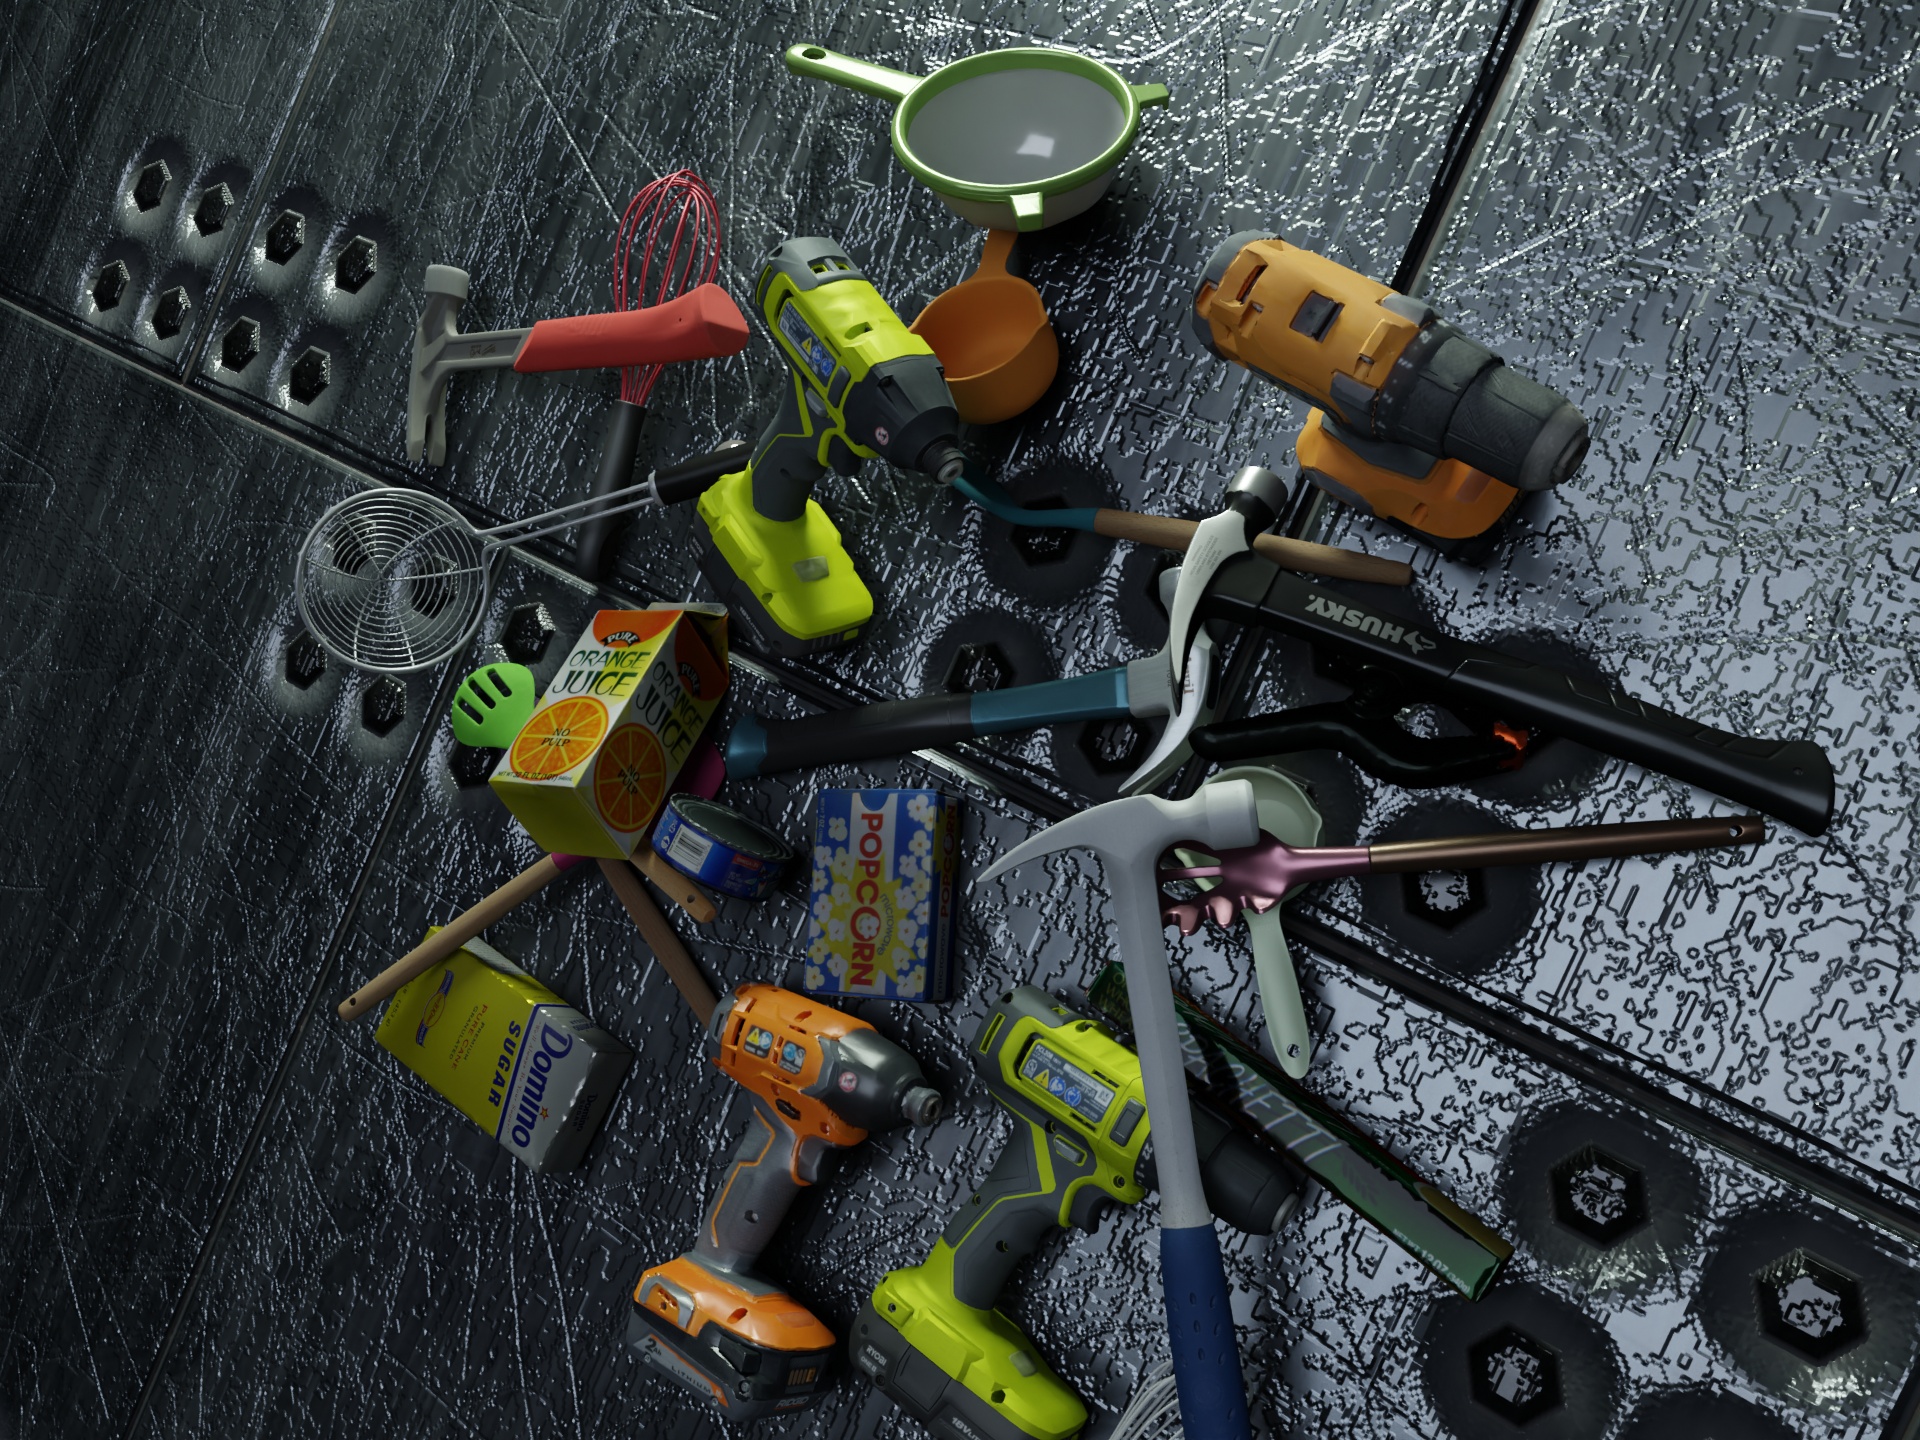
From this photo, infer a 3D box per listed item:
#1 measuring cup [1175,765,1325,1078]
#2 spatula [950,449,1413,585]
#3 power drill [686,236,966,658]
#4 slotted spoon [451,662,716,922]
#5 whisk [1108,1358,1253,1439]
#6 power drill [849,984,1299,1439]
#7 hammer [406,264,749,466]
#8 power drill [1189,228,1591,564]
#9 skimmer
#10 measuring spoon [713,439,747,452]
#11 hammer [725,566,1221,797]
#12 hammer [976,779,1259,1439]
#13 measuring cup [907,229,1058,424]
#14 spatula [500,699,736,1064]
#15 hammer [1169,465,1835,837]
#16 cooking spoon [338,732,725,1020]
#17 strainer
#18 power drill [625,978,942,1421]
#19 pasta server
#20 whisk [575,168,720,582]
[{"bbox_3d":[0.169,0.108,0.861,0.083,0.038,0.168,-15,76,24],"label":"measuring cup"},{"bbox_3d":[0.106,-0.123,0.928,0.317,0.082,0.044,14,99,23],"label":"spatula"},{"bbox_3d":[-0.080,-0.146,0.947,0.171,0.080,0.223,54,140,22],"label":"power drill"},{"bbox_3d":[-0.259,0.044,1.071,0.070,0.031,0.314,-47,55,-9],"label":"slotted spoon"},{"bbox_3d":[0.065,0.423,0.855,0.246,0.059,0.058,-48,27,16],"label":"whisk"},{"bbox_3d":[0.057,0.284,0.865,0.191,0.080,0.228,29,92,28],"label":"power drill"},{"bbox_3d":[-0.278,-0.251,1.103,0.359,0.036,0.149,9,94,41],"label":"hammer"},{"bbox_3d":[0.224,-0.144,0.769,0.185,0.226,0.084,36,98,28],"label":"power drill"},{"bbox_3d":[-0.264,-0.128,1.062,0.363,0.090,0.127,-15,112,13],"label":"skimmer"},{"bbox_3d":[-0.142,-0.139,1.076,0.034,0.018,0.124,-32,68,19],"label":"measuring spoon"},{"bbox_3d":[-0.002,-0.003,0.971,0.331,0.033,0.128,-9,76,26],"label":"hammer"},{"bbox_3d":[0.105,0.240,0.792,0.144,0.035,0.405,-9,87,10],"label":"hammer"},{"bbox_3d":[0.026,-0.260,1.001,0.095,0.052,0.174,-1,56,24],"label":"measuring cup"},{"bbox_3d":[-0.231,0.108,1.077,0.060,0.018,0.316,-45,63,8],"label":"spatula"},{"bbox_3d":[0.263,-0.018,0.802,0.335,0.035,0.146,23,66,19],"label":"hammer"},{"bbox_3d":[-0.293,0.111,1.078,0.319,0.017,0.069,-35,63,5],"label":"cooking spoon"},{"bbox_3d":[-0.006,-0.367,1.004,0.256,0.069,0.151,28,61,26],"label":"strainer"},{"bbox_3d":[-0.099,0.282,0.934,0.164,0.084,0.226,12,84,38],"label":"power drill"},{"bbox_3d":[0.235,0.069,0.803,0.316,0.040,0.060,-6,87,14],"label":"pasta server"},{"bbox_3d":[-0.227,-0.241,1.118,0.073,0.073,0.296,16,94,29],"label":"whisk"}]
